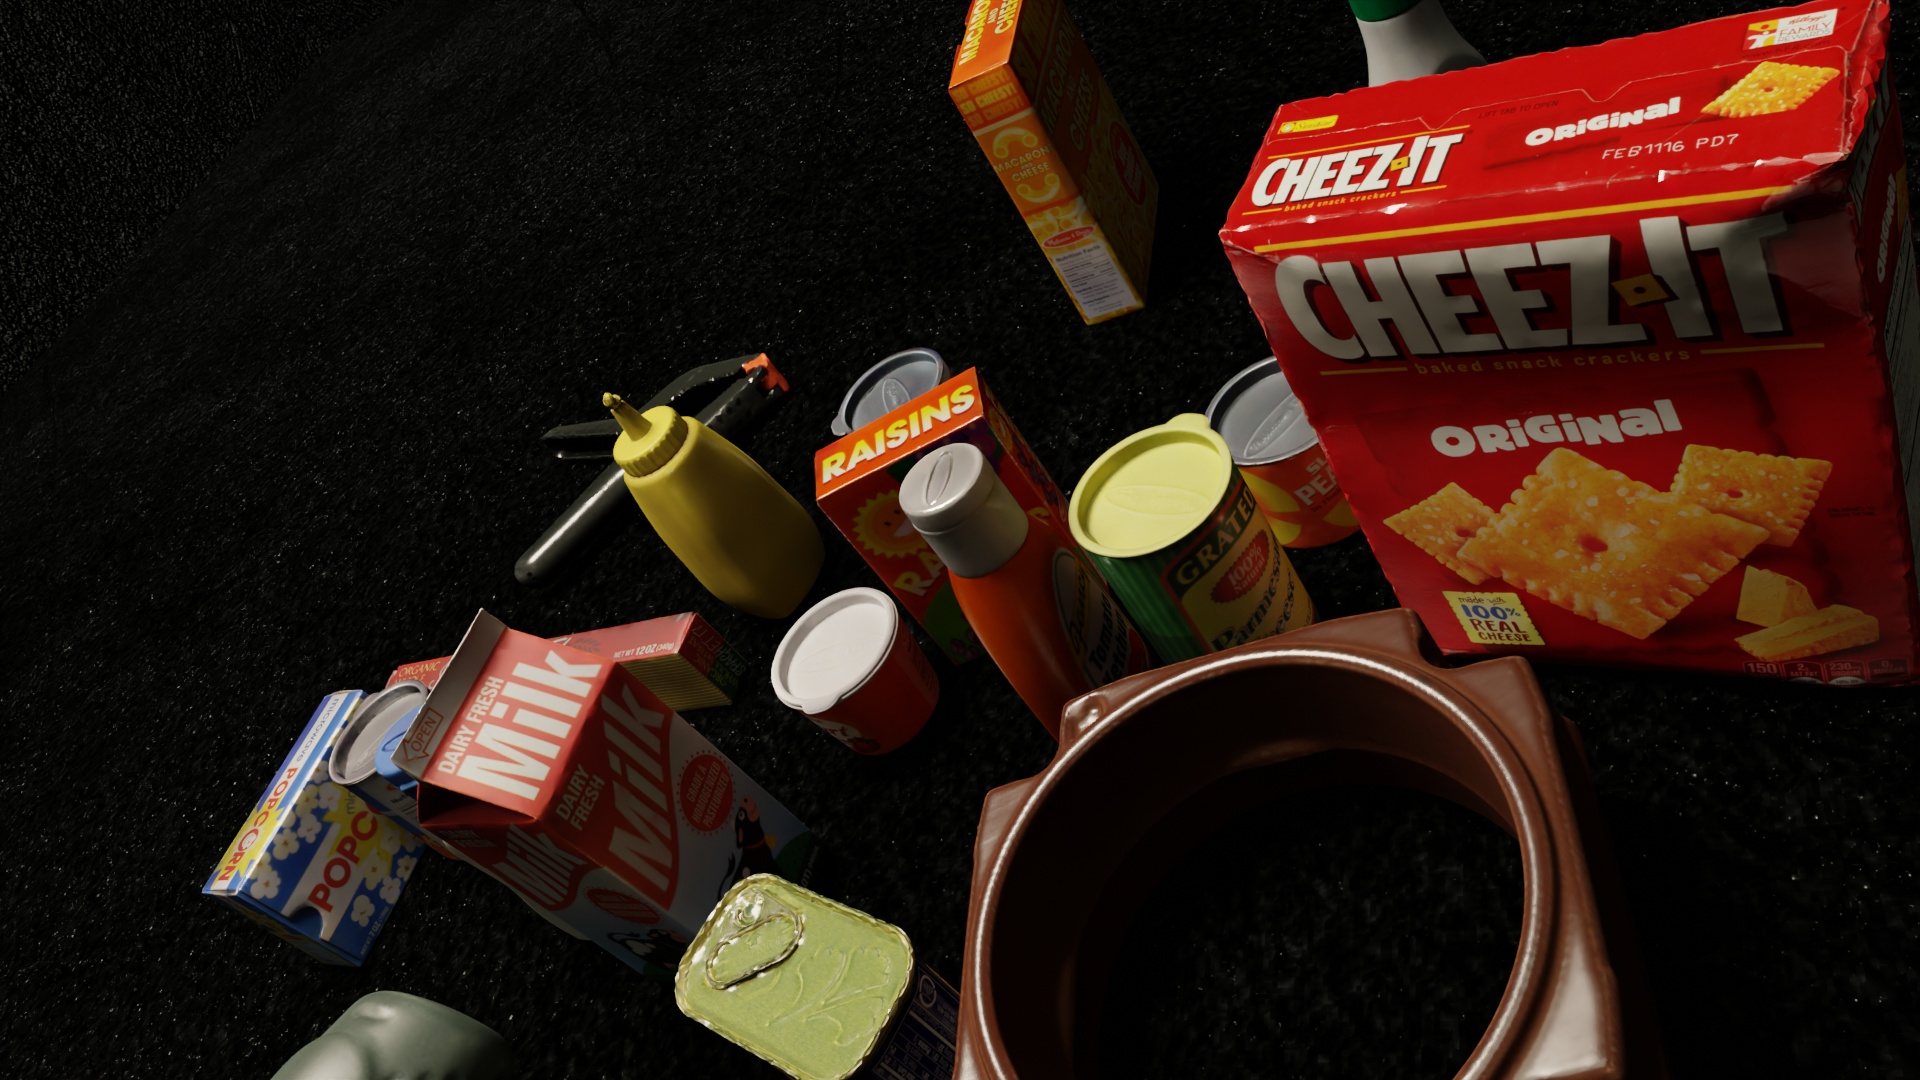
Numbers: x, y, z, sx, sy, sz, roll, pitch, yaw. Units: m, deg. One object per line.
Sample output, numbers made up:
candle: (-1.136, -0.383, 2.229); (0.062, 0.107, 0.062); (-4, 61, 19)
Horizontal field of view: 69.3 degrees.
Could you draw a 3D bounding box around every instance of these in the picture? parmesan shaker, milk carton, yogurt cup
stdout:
parmesan shaker: (0.097, 0.010, 0.550); (0.071, 0.102, 0.072); (-22, 40, 20)
milk carton: (-0.145, 0.111, 0.569); (0.073, 0.190, 0.073); (-10, 45, 33)
yogurt cup: (-0.046, 0.064, 0.651); (0.072, 0.053, 0.073); (-22, 40, 20)

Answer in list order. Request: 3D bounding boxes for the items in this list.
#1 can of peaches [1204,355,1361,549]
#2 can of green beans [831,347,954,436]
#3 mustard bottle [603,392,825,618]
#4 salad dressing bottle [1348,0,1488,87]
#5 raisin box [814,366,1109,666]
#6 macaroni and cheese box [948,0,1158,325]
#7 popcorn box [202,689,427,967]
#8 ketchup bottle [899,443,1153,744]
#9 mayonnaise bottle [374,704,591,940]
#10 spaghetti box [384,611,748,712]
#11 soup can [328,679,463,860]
can of peaches: (0.147, -0.038, 0.597); (0.071, 0.058, 0.071); (-22, 40, 20)
can of green beans: (-0.024, -0.062, 0.763); (0.071, 0.057, 0.071); (-22, 40, 20)
mustard bottle: (-0.135, -0.025, 0.729); (0.049, 0.159, 0.065); (3, 53, 42)
salad dressing bottle: (0.219, -0.230, 0.667); (0.064, 0.147, 0.044); (-42, 37, -4)
raisin box: (0.002, -0.008, 0.630); (0.086, 0.123, 0.040); (-26, 38, 16)
macaroni and cheese box: (0.056, -0.223, 0.776); (0.040, 0.166, 0.124); (-16, 42, 27)
popcorn box: (-0.341, 0.158, 0.767); (0.038, 0.085, 0.127); (-10, 45, 32)
ketchup bottle: (0.028, 0.024, 0.554); (0.043, 0.148, 0.065); (-14, 43, 29)
mayonnaise bottle: (-0.196, 0.128, 0.627); (0.064, 0.147, 0.041); (-23, 39, 20)
spaghetti box: (-0.232, 0.082, 0.787); (0.249, 0.050, 0.029); (-11, 44, 31)
soup can: (-0.289, 0.125, 0.761); (0.071, 0.083, 0.072); (-22, 40, 20)
